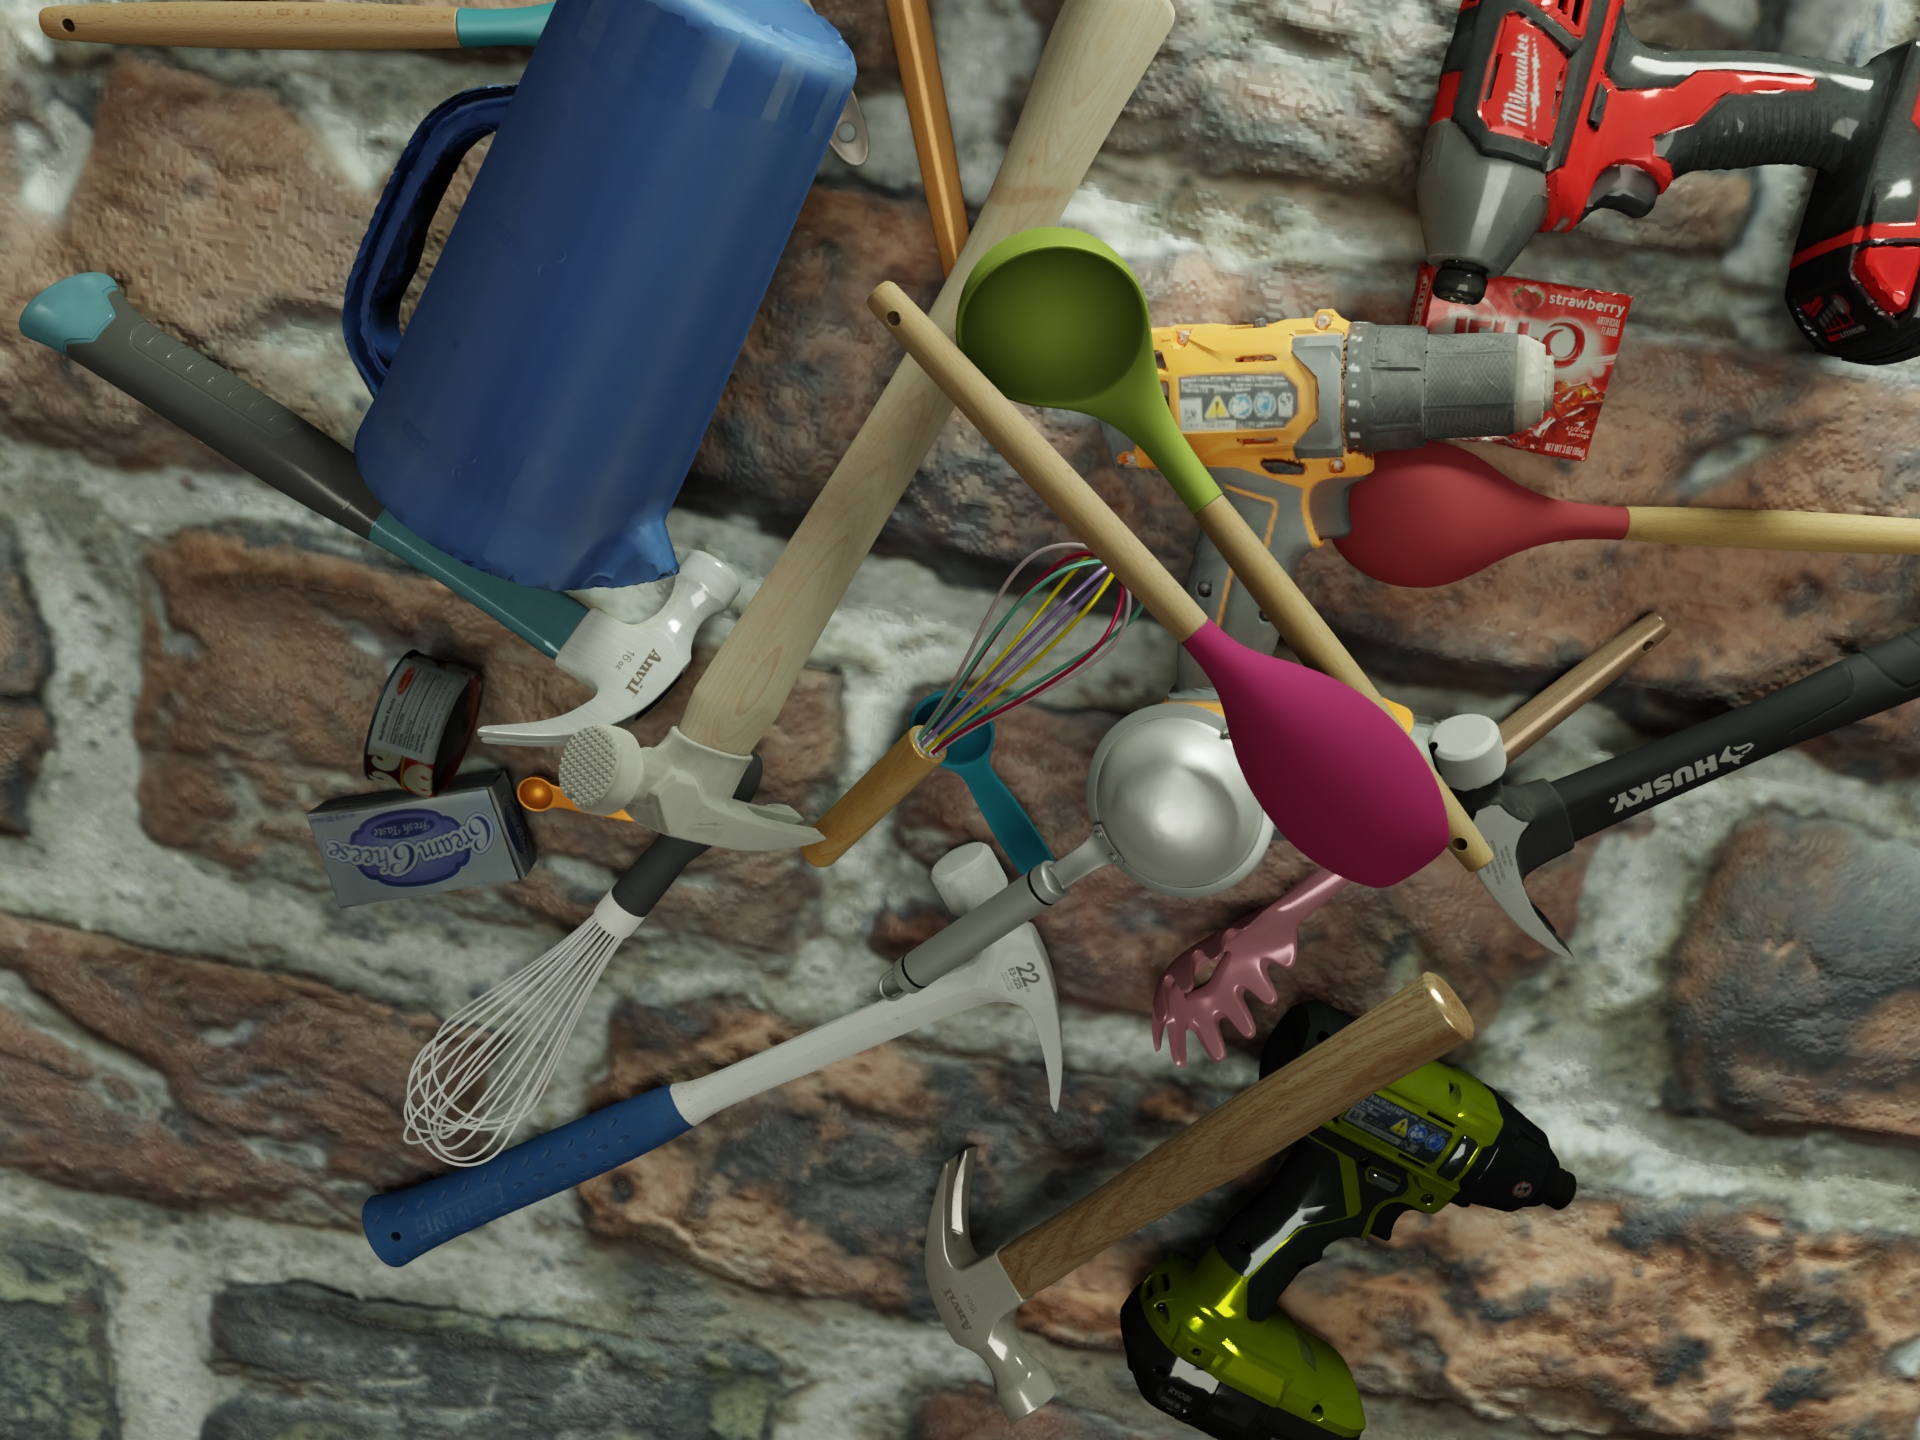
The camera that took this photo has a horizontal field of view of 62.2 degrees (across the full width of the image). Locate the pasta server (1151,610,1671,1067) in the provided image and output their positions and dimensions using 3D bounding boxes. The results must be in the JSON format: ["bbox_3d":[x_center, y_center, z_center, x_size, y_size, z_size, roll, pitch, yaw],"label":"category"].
[{"bbox_3d":[0.214,0.058,0.774,0.316,0.040,0.060,-41,127,13],"label":"pasta server"}]

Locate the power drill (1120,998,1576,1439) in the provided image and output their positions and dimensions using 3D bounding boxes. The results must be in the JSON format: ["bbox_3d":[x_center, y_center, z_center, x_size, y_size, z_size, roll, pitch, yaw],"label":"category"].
[{"bbox_3d":[0.199,0.274,0.831,0.171,0.080,0.223,28,105,-6],"label":"power drill"}]

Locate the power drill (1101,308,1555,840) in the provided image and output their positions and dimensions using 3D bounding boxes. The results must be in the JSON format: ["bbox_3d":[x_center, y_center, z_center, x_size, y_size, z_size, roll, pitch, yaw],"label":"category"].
[{"bbox_3d":[0.159,-0.064,0.697,0.185,0.084,0.226,1,107,19],"label":"power drill"}]

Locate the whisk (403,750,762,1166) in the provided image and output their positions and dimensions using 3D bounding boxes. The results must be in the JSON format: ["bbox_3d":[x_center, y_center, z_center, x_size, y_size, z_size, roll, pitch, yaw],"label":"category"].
[{"bbox_3d":[-0.190,0.120,0.804,0.070,0.070,0.284,39,104,-10],"label":"whisk"}]

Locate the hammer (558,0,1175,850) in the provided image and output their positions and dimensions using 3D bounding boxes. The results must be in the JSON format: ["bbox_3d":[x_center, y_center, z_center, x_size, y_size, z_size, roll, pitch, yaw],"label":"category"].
[{"bbox_3d":[-0.021,-0.124,0.696,0.038,0.146,0.410,37,100,36],"label":"hammer"}]

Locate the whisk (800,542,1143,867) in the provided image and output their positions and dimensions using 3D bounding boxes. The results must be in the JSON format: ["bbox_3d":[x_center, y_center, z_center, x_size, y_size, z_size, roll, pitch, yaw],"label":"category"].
[{"bbox_3d":[0.000,-0.003,0.735,0.051,0.047,0.245,13,136,-37],"label":"whisk"}]

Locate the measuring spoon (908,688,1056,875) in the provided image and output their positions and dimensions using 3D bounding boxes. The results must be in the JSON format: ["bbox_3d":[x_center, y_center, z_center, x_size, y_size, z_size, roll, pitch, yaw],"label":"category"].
[{"bbox_3d":[0.018,0.034,0.790,0.042,0.021,0.128,-21,116,23],"label":"measuring spoon"}]

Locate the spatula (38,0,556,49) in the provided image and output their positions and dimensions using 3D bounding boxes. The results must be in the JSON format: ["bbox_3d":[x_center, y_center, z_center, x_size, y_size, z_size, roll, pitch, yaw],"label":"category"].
[{"bbox_3d":[-0.240,-0.294,0.672,0.317,0.044,0.082,2,120,4],"label":"spatula"}]

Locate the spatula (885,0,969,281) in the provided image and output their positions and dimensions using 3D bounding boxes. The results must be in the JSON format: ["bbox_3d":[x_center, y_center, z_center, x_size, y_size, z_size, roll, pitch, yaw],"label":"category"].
[{"bbox_3d":[-0.033,-0.329,0.650,0.081,0.041,0.322,-4,111,21],"label":"spatula"}]

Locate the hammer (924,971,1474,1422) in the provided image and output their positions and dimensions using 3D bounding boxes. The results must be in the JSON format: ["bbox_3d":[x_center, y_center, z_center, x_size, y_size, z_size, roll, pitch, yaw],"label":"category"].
[{"bbox_3d":[0.107,0.222,0.790,0.331,0.031,0.130,-40,74,25],"label":"hammer"}]

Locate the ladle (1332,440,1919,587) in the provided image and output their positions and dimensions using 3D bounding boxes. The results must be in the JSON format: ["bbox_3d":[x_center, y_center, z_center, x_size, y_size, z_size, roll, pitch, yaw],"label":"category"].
[{"bbox_3d":[0.327,-0.088,0.725,0.315,0.031,0.069,2,112,0],"label":"ladle"}]

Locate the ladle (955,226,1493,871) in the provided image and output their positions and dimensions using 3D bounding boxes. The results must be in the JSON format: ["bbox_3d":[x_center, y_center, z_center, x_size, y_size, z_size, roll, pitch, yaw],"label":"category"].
[{"bbox_3d":[0.113,-0.063,0.643,0.078,0.062,0.320,-37,91,34],"label":"ladle"}]

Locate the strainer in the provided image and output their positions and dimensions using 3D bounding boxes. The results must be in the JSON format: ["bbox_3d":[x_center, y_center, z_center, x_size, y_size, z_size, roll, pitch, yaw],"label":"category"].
[{"bbox_3d":[0.046,0.071,0.720,0.258,0.050,0.087,-38,81,33],"label":"strainer"}]

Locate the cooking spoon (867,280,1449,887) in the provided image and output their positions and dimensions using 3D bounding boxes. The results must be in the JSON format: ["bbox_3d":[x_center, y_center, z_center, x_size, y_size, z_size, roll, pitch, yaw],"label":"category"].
[{"bbox_3d":[0.076,-0.054,0.636,0.319,0.017,0.068,47,120,-2],"label":"cooking spoon"}]

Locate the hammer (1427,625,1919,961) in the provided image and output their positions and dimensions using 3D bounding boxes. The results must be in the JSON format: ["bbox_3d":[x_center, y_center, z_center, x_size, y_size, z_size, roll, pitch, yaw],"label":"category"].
[{"bbox_3d":[0.390,0.000,0.736,0.335,0.035,0.146,-24,122,6],"label":"hammer"}]

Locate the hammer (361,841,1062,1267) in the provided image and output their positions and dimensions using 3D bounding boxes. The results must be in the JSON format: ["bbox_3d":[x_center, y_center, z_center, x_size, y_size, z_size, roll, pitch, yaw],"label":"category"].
[{"bbox_3d":[-0.135,0.205,0.844,0.405,0.035,0.144,-25,106,11],"label":"hammer"}]

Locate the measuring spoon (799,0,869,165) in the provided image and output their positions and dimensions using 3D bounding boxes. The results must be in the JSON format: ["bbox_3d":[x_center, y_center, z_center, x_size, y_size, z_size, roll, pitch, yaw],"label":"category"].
[{"bbox_3d":[-0.069,-0.298,0.680,0.034,0.018,0.124,-22,113,10],"label":"measuring spoon"}]

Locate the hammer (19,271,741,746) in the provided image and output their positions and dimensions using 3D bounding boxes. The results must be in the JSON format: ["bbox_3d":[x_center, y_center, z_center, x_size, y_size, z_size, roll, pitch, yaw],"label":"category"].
[{"bbox_3d":[-0.273,-0.102,0.728,0.331,0.033,0.128,33,75,-3],"label":"hammer"}]

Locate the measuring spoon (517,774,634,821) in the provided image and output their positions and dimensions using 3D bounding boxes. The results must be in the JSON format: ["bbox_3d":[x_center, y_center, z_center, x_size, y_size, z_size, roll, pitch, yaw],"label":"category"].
[{"bbox_3d":[-0.164,0.040,0.803,0.117,0.011,0.021,6,115,-3],"label":"measuring spoon"}]

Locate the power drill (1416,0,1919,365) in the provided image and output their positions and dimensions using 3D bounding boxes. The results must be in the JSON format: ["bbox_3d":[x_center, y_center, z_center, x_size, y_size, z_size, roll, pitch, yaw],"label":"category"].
[{"bbox_3d":[0.297,-0.220,0.643,0.219,0.078,0.143,15,94,1],"label":"power drill"}]
